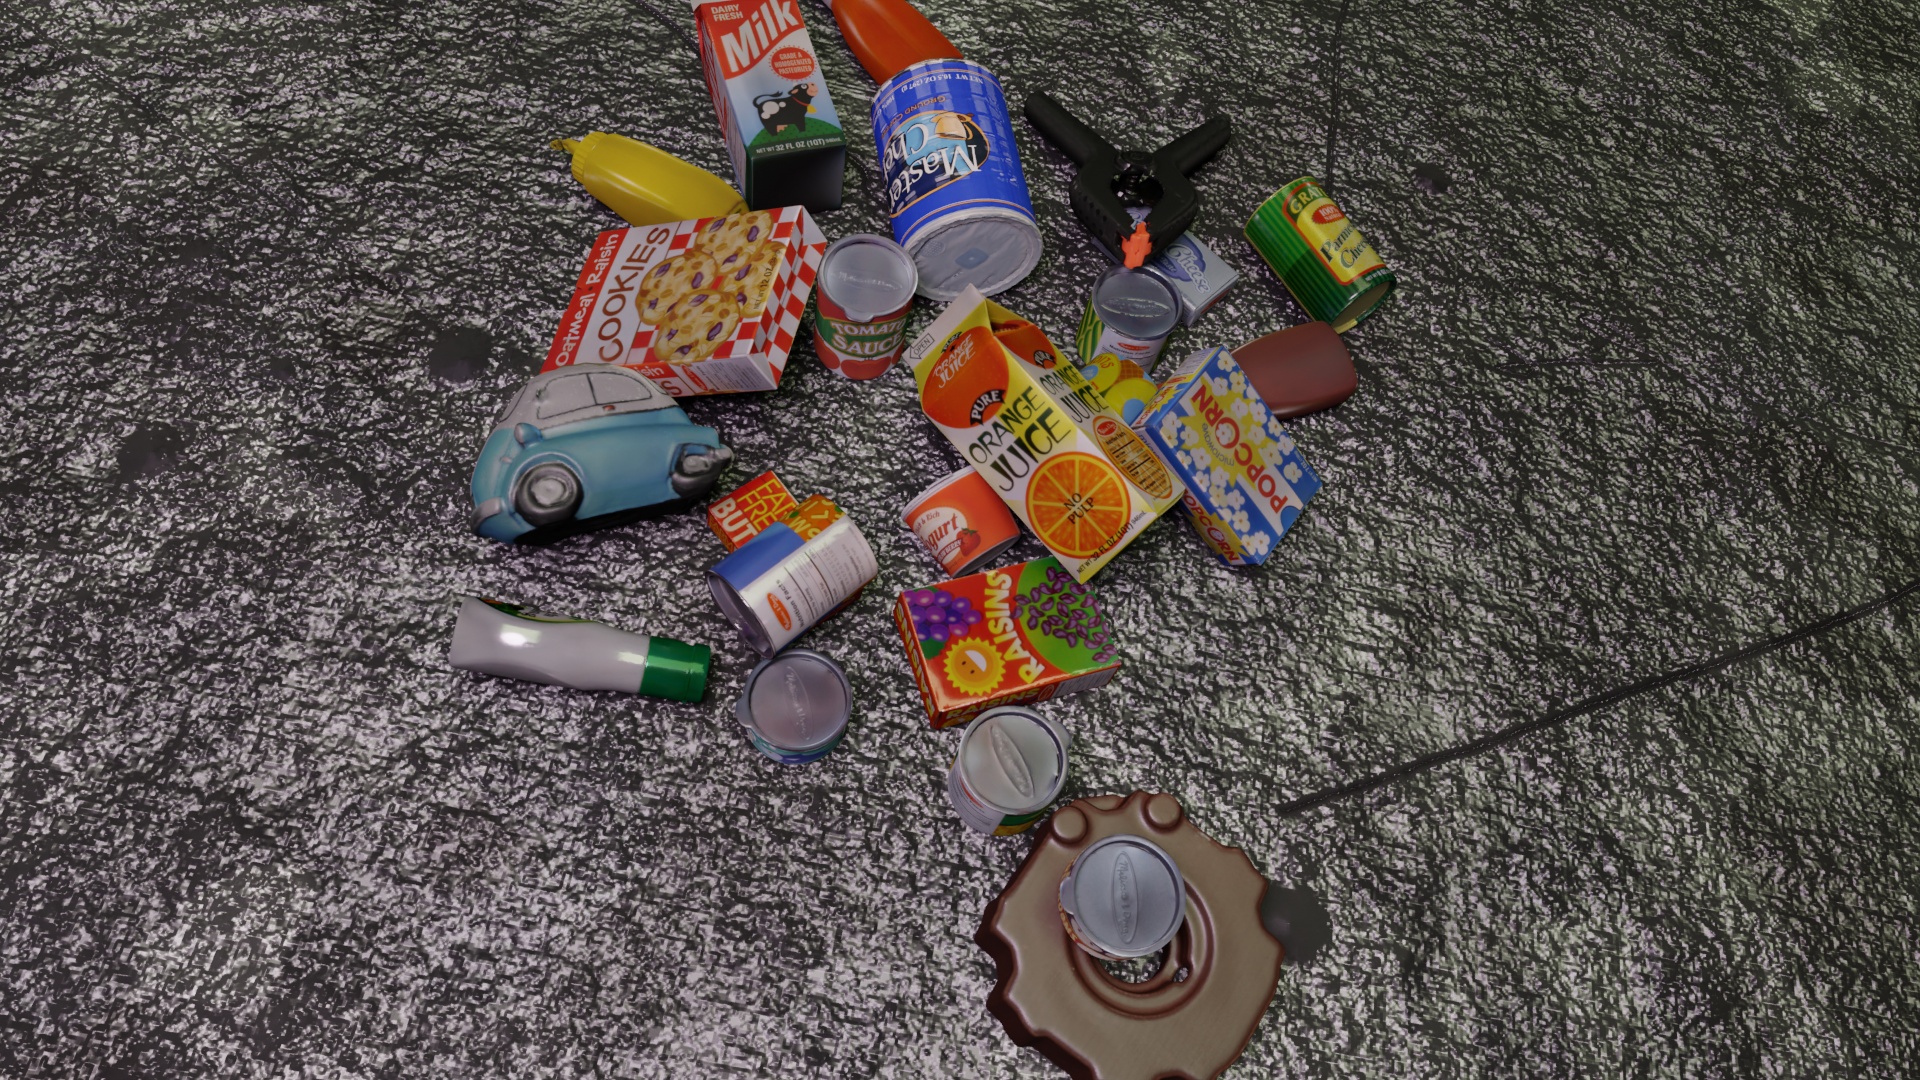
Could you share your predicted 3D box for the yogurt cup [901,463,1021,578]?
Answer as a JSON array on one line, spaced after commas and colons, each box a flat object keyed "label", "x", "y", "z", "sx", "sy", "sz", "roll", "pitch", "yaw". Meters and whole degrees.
[{"label": "yogurt cup", "x": 0.003, "y": -0.011, "z": 0.908, "sx": 0.072, "sy": 0.072, "sz": 0.054, "roll": -29, "pitch": 80, "yaw": -20}]

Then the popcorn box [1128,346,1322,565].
[{"label": "popcorn box", "x": 0.178, "y": -0.056, "z": 0.940, "sx": 0.126, "sy": 0.038, "sz": 0.085, "roll": 50, "pitch": 64, "yaw": -17}]

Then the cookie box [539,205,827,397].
[{"label": "cookie box", "x": -0.183, "y": -0.155, "z": 0.915, "sx": 0.167, "sy": 0.040, "sz": 0.123, "roll": -1, "pitch": 60, "yaw": 26}]

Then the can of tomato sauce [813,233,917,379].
[{"label": "can of tomato sauce", "x": -0.067, "y": -0.157, "z": 0.954, "sx": 0.071, "sy": 0.082, "sz": 0.071, "roll": 3, "pitch": 65, "yaw": -7}]

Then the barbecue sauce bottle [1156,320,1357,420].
[{"label": "barbecue sauce bottle", "x": 0.207, "y": -0.112, "z": 0.999, "sx": 0.149, "sy": 0.043, "sz": 0.065, "roll": -17, "pitch": 71, "yaw": -15}]

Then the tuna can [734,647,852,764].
[{"label": "tuna can", "x": -0.103, "y": 0.103, "z": 0.852, "sx": 0.071, "sy": 0.032, "sz": 0.071, "roll": 4, "pitch": 64, "yaw": -7}]

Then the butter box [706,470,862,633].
[{"label": "butter box", "x": -0.114, "y": 0.008, "z": 0.900, "sx": 0.053, "sy": 0.024, "sz": 0.103, "roll": -34, "pitch": 74, "yaw": -22}]

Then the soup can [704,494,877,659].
[{"label": "soup can", "x": -0.104, "y": 0.021, "z": 0.847, "sx": 0.084, "sy": 0.071, "sz": 0.071, "roll": -38, "pitch": 76, "yaw": -22}]

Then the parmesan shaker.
[{"label": "parmesan shaker", "x": 0.272, "y": -0.214, "z": 1.046, "sx": 0.071, "sy": 0.071, "sz": 0.103, "roll": -28, "pitch": 72, "yaw": -20}]

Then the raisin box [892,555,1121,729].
[{"label": "raisin box", "x": 0.029, "y": 0.062, "z": 0.889, "sx": 0.124, "sy": 0.040, "sz": 0.086, "roll": -13, "pitch": 68, "yaw": -16}]

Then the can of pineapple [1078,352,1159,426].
[{"label": "can of pineapple", "x": 0.097, "y": -0.089, "z": 0.956, "sx": 0.071, "sy": 0.070, "sz": 0.058, "roll": 42, "pitch": 65, "yaw": 11}]

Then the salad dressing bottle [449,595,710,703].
[{"label": "salad dressing bottle", "x": -0.227, "y": 0.068, "z": 0.837, "sx": 0.148, "sy": 0.064, "sz": 0.044, "roll": 12, "pitch": 82, "yaw": -13}]

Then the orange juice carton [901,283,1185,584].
[{"label": "orange juice carton", "x": 0.048, "y": -0.073, "z": 0.891, "sx": 0.193, "sy": 0.071, "sz": 0.073, "roll": 48, "pitch": 27, "yaw": 5}]

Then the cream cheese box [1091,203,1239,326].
[{"label": "cream cheese box", "x": 0.154, "y": -0.213, "z": 1.049, "sx": 0.104, "sy": 0.024, "sz": 0.053, "roll": 44, "pitch": 64, "yaw": 12}]

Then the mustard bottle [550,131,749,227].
[{"label": "mustard bottle", "x": -0.225, "y": -0.253, "z": 0.987, "sx": 0.160, "sy": 0.065, "sz": 0.049, "roll": 30, "pitch": 68, "yaw": 10}]

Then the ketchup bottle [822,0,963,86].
[{"label": "ketchup bottle", "x": -0.065, "y": -0.407, "z": 1.096, "sx": 0.065, "sy": 0.043, "sz": 0.149, "roll": -34, "pitch": 74, "yaw": -23}]

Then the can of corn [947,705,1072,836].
[{"label": "can of corn", "x": 0.030, "y": 0.139, "z": 0.841, "sx": 0.071, "sy": 0.058, "sz": 0.071, "roll": 4, "pitch": 64, "yaw": -7}]

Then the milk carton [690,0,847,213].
[{"label": "milk carton", "x": -0.145, "y": -0.338, "z": 1.034, "sx": 0.072, "sy": 0.073, "sz": 0.191, "roll": -14, "pitch": 67, "yaw": -15}]

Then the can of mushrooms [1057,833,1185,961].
[{"label": "can of mushrooms", "x": 0.087, "y": 0.199, "z": 0.774, "sx": 0.071, "sy": 0.033, "sz": 0.071, "roll": 3, "pitch": 68, "yaw": -8}]

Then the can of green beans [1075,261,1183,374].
[{"label": "can of green beans", "x": 0.120, "y": -0.156, "z": 0.997, "sx": 0.071, "sy": 0.057, "sz": 0.071, "roll": 3, "pitch": 65, "yaw": -7}]
